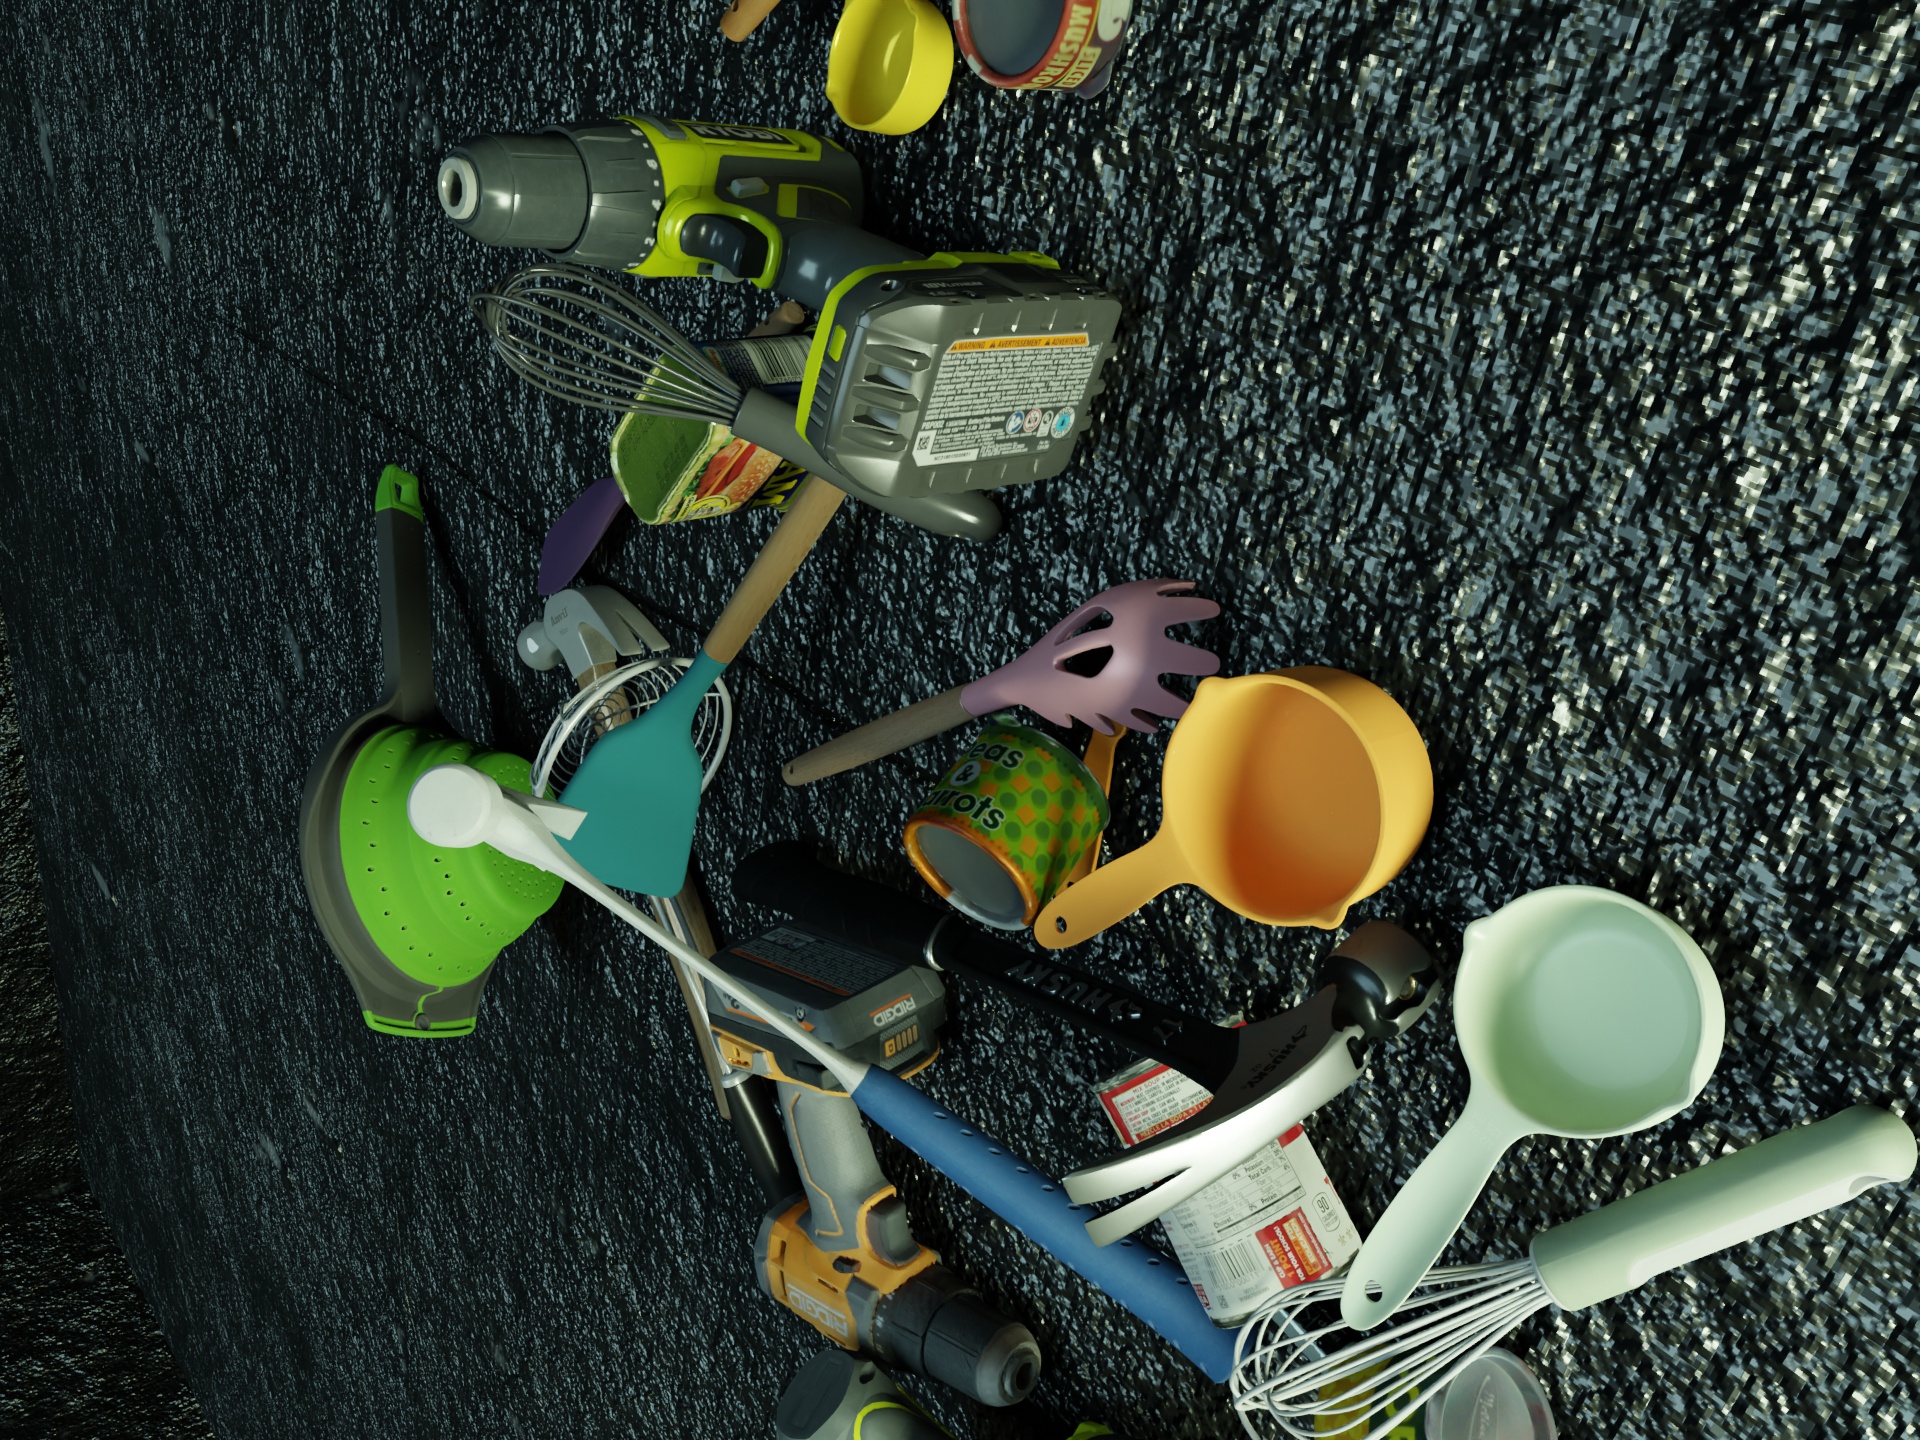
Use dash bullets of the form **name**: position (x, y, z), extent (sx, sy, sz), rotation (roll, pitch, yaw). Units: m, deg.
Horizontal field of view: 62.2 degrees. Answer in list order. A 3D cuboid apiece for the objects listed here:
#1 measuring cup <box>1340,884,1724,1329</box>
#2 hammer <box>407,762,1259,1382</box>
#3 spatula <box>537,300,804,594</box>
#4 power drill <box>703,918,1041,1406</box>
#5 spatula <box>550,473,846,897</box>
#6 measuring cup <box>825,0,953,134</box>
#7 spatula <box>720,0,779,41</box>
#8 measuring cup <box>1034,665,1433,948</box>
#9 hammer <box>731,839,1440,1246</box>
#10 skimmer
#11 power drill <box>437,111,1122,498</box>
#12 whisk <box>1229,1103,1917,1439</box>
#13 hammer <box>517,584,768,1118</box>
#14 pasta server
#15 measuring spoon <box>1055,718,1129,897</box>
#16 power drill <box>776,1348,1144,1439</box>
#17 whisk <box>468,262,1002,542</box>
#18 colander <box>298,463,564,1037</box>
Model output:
- **measuring cup**: position (0.176, 0.129, 0.508), extent (0.083, 0.038, 0.167), rotation (42, 109, 38)
- **hammer**: position (-0.051, 0.147, 0.686), extent (0.405, 0.035, 0.144), rotation (35, 174, 4)
- **spatula**: position (-0.170, -0.142, 0.873), extent (0.316, 0.018, 0.060), rotation (-29, 52, 48)
- **power drill**: position (-0.043, 0.230, 0.808), extent (0.185, 0.084, 0.226), rotation (10, 114, 45)
- **spatula**: position (-0.102, -0.044, 0.759), extent (0.317, 0.082, 0.044), rotation (-53, 30, 26)
- **measuring cup**: position (-0.034, -0.319, 0.662), extent (0.062, 0.029, 0.156), rotation (-18, 77, 48)
- **spatula**: position (-0.006, -0.361, 0.581), extent (0.322, 0.041, 0.081), rotation (-30, 68, 44)
- **measuring cup**: position (0.096, 0.043, 0.588), extent (0.173, 0.052, 0.095), rotation (-38, 73, 42)
- **hammer**: position (0.000, 0.104, 0.684), extent (0.409, 0.149, 0.036), rotation (10, 130, 57)
- **skimmer**: position (-0.130, 0.142, 0.872), extent (0.090, 0.127, 0.363), rotation (-9, 105, 50)
- **power drill**: position (-0.070, -0.175, 0.621), extent (0.229, 0.190, 0.080), rotation (38, 125, 30)
- **whisk**: position (0.184, 0.181, 0.511), extent (0.246, 0.057, 0.059), rotation (-37, 46, 30)
- **hammer**: position (-0.180, 0.076, 0.952), extent (0.130, 0.031, 0.331), rotation (-26, 83, 51)
- **pasta server**: position (-0.001, -0.002, 0.715), extent (0.316, 0.040, 0.060), rotation (-22, 62, 56)
- **measuring spoon**: position (0.057, 0.038, 0.681), extent (0.021, 0.011, 0.116), rotation (36, 131, 35)
- **power drill**: position (0.031, 0.379, 0.745), extent (0.223, 0.080, 0.171), rotation (-12, 125, 52)
- **whisk**: position (-0.091, -0.129, 0.671), extent (0.239, 0.055, 0.055), rotation (24, 132, -9)
- **colander**: position (-0.335, 0.004, 1.058), extent (0.094, 0.204, 0.397), rotation (-14, 74, 17)
